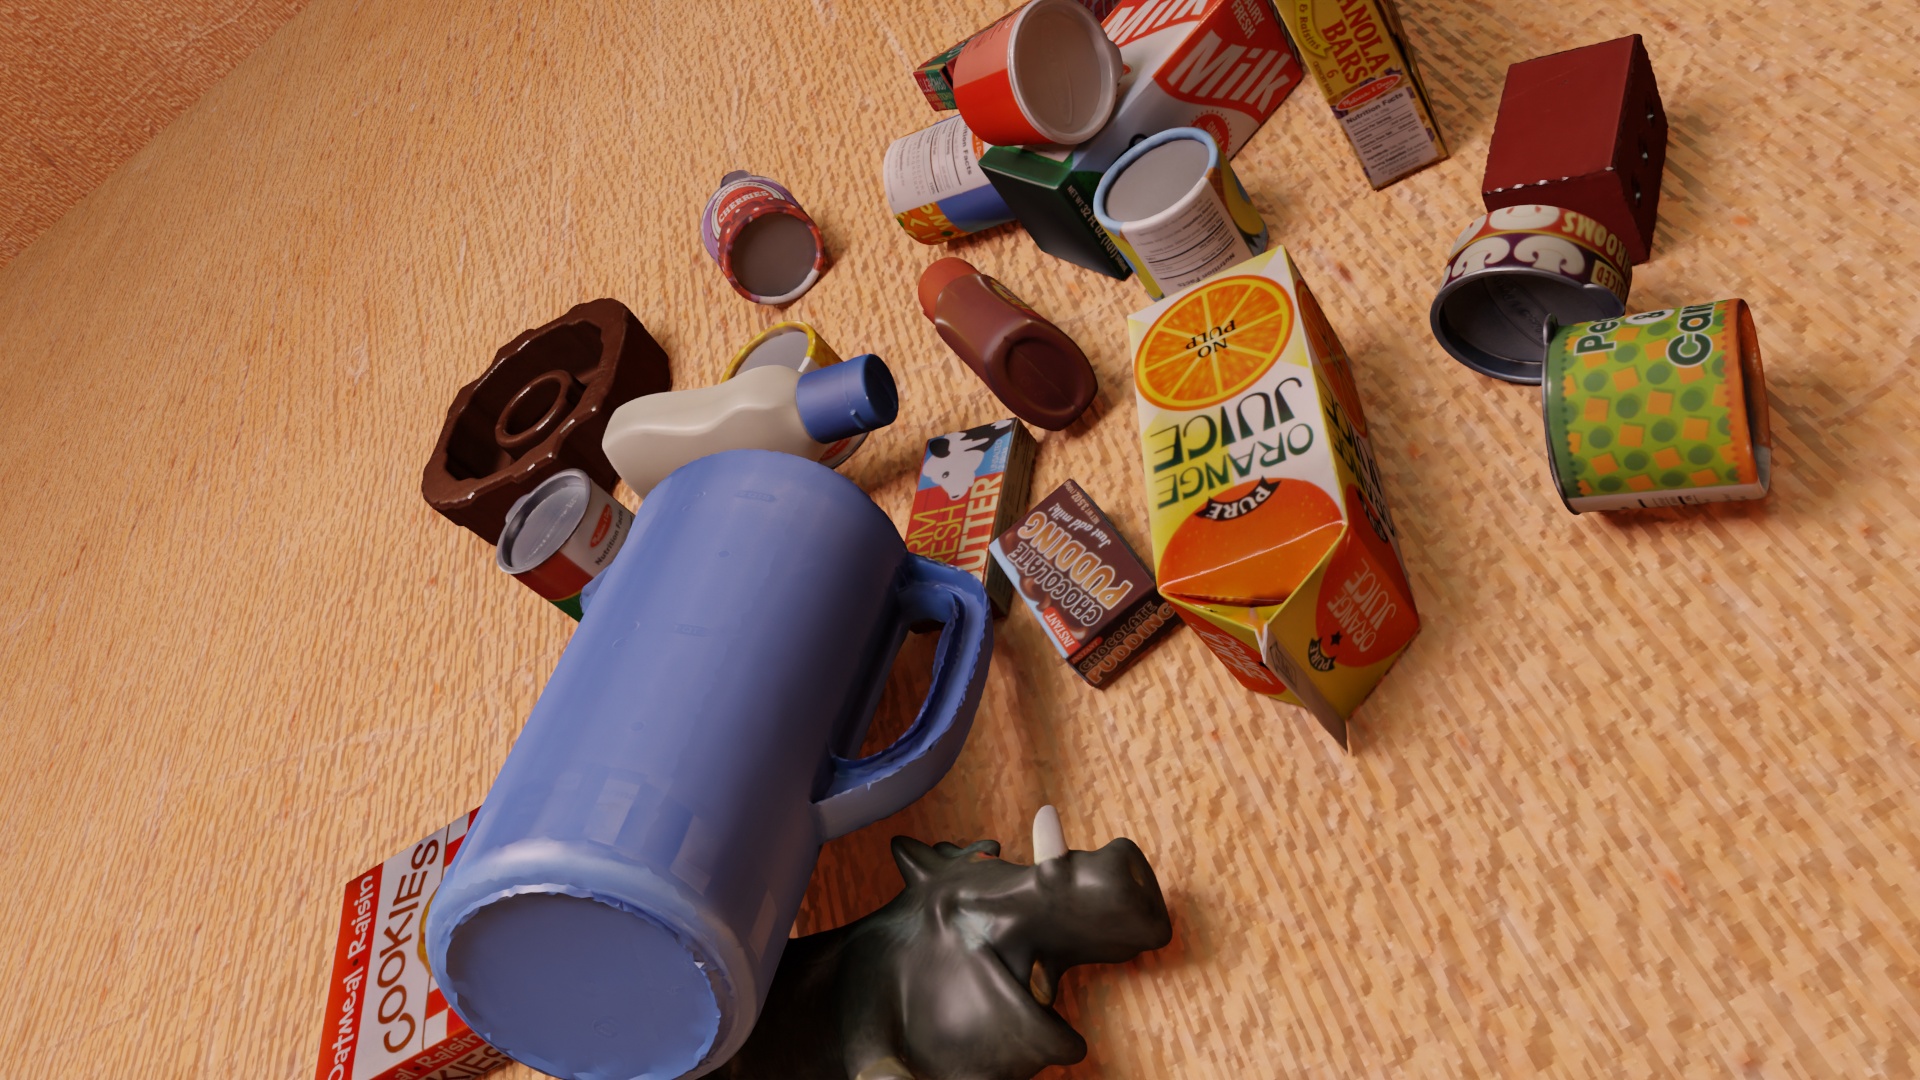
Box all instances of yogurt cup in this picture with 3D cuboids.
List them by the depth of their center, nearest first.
[{"bbox_3d":[0.033,-0.222,0.669,0.054,0.072,0.072,4,59,51],"label":"yogurt cup"}]

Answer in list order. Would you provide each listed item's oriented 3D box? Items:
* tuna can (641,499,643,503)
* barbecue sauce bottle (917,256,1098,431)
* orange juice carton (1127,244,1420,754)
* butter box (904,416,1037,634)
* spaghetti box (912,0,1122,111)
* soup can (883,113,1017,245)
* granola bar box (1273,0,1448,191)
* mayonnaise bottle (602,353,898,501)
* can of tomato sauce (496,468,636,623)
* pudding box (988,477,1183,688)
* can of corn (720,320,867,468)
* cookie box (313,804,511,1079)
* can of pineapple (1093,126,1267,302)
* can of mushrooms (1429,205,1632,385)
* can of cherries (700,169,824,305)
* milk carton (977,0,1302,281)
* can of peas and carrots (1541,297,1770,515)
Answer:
[{"bbox_3d":[-0.150,-0.033,0.792,0.071,0.032,0.071,-22,45,23],"label":"tuna can"},{"bbox_3d":[0.015,-0.106,0.700,0.043,0.064,0.149,-46,31,6],"label":"barbecue sauce bottle"},{"bbox_3d":[0.117,-0.016,0.528,0.073,0.071,0.194,-23,44,24],"label":"orange juice carton"},{"bbox_3d":[0.002,-0.008,0.652,0.053,0.024,0.104,-12,49,31],"label":"butter box"},{"bbox_3d":[0.087,-0.317,0.791,0.250,0.028,0.050,-34,24,-11],"label":"spaghetti box"},{"bbox_3d":[0.010,-0.208,0.787,0.083,0.071,0.072,-9,51,37],"label":"soup can"},{"bbox_3d":[0.175,-0.264,0.652,0.039,0.124,0.166,-23,45,26],"label":"granola bar box"},{"bbox_3d":[-0.103,-0.056,0.694,0.148,0.064,0.041,-14,44,23],"label":"mayonnaise bottle"},{"bbox_3d":[-0.199,0.012,0.755,0.071,0.083,0.071,-22,45,24],"label":"can of tomato sauce"},{"bbox_3d":[0.052,0.017,0.586,0.049,0.030,0.084,-40,40,6],"label":"pudding box"},{"bbox_3d":[-0.091,-0.079,0.763,0.071,0.058,0.071,-22,45,24],"label":"can of corn"},{"bbox_3d":[-0.228,0.188,0.663,0.167,0.040,0.123,-30,42,14],"label":"cookie box"},{"bbox_3d":[0.105,-0.156,0.668,0.071,0.057,0.071,-22,45,24],"label":"can of pineapple"},{"bbox_3d":[0.214,-0.091,0.516,0.071,0.071,0.033,2,57,41],"label":"can of mushrooms"},{"bbox_3d":[-0.127,-0.192,0.879,0.071,0.071,0.058,-41,41,4],"label":"can of cherries"},{"bbox_3d":[0.107,-0.234,0.724,0.191,0.072,0.073,-50,40,-5],"label":"milk carton"},{"bbox_3d":[0.231,-0.046,0.461,0.058,0.070,0.071,-6,53,36],"label":"can of peas and carrots"}]
